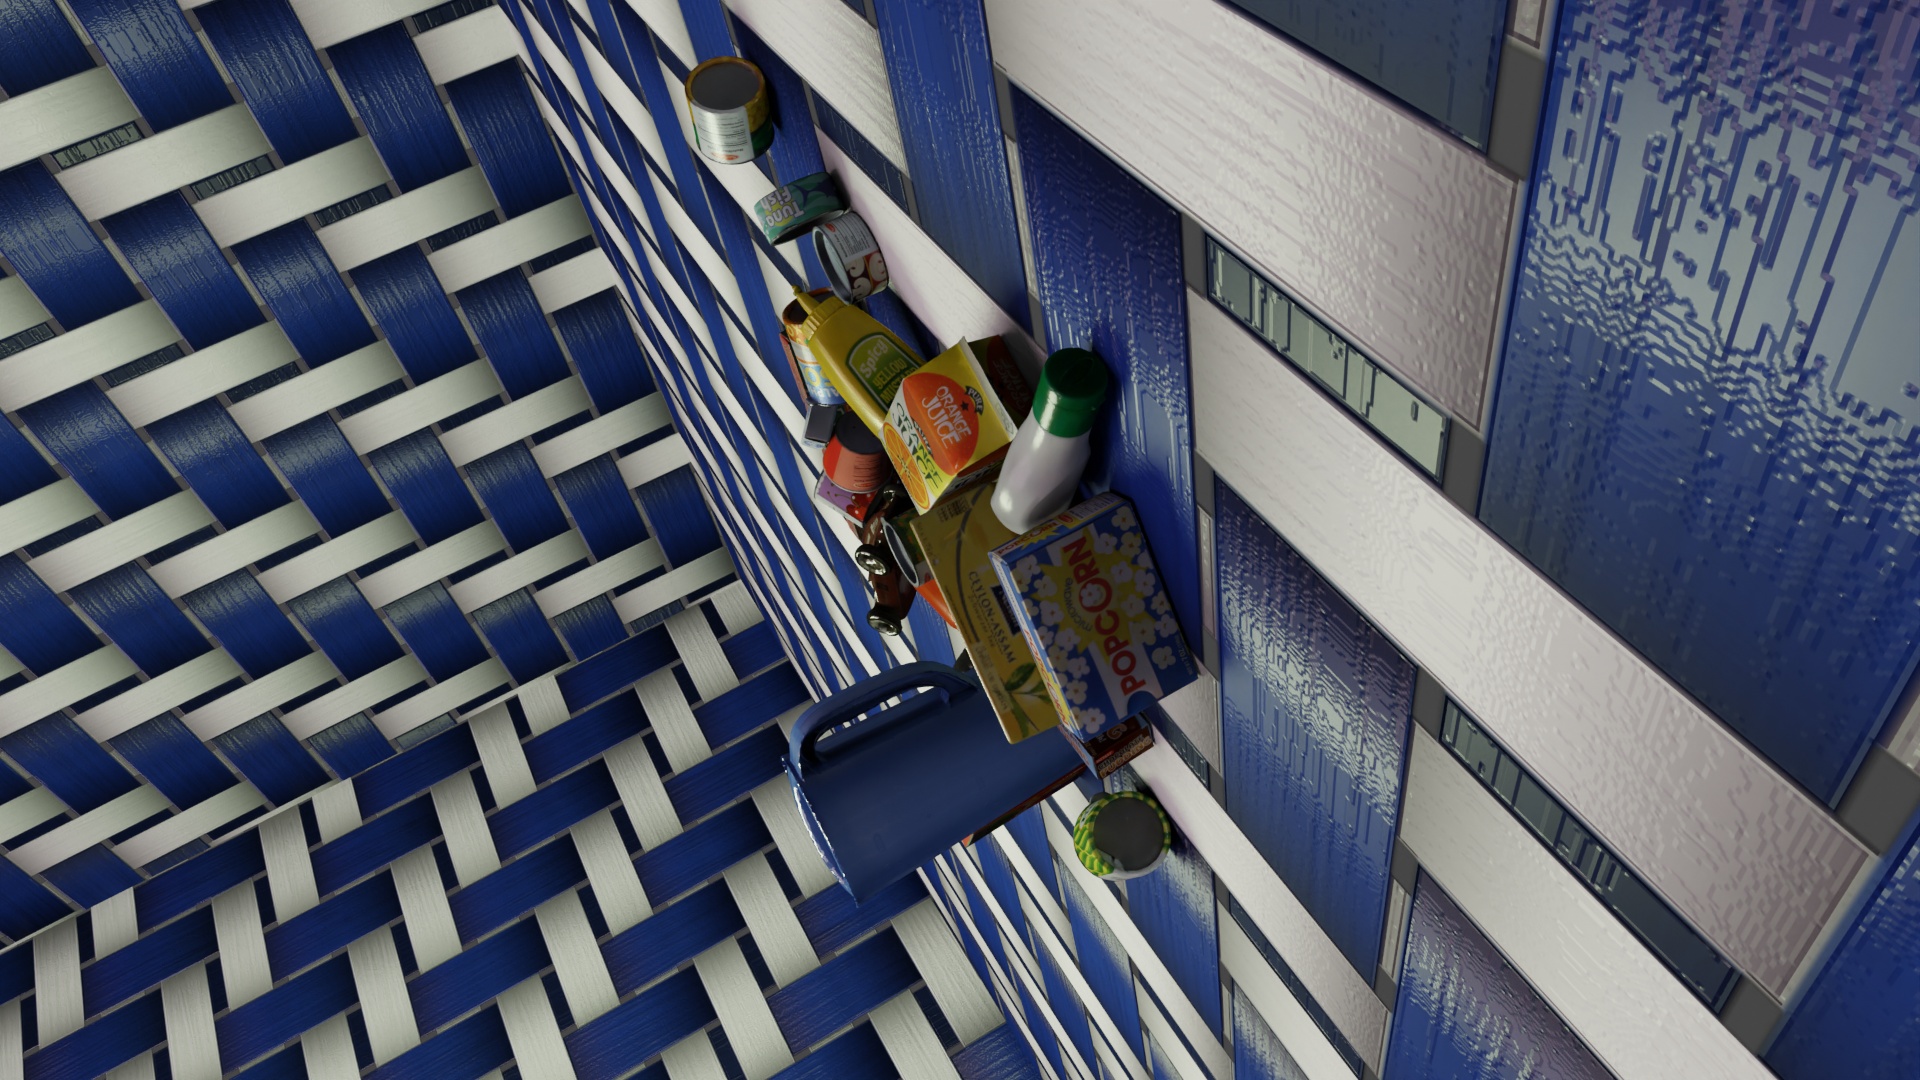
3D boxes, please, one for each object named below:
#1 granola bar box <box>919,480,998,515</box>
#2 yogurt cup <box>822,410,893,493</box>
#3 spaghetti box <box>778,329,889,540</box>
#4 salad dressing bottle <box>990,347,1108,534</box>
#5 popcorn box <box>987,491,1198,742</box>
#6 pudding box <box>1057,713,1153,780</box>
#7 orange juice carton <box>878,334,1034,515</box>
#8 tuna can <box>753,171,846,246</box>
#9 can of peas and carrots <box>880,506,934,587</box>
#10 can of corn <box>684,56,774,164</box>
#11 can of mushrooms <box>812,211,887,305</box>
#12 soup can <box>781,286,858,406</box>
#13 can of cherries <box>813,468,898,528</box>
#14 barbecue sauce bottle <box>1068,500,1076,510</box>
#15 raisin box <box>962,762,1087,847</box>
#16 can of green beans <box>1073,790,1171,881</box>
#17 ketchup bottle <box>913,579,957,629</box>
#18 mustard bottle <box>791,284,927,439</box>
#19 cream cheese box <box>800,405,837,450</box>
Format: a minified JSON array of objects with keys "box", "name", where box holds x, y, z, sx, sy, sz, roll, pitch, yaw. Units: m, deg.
[{"box":[0.004,-0.014,1.126,0.124,0.039,0.164,44,157,53],"name":"granola bar box"},{"box":[-0.094,-0.086,1.306,0.072,0.072,0.053,57,153,25],"name":"yogurt cup"},{"box":[-0.119,-0.110,1.390,0.029,0.050,0.248,45,158,50],"name":"spaghetti box"},{"box":[0.053,-0.056,0.813,0.044,0.064,0.147,40,153,13],"name":"salad dressing bottle"},{"box":[0.081,0.045,0.840,0.126,0.085,0.038,66,168,-17],"name":"popcorn box"},{"box":[0.099,0.129,1.021,0.084,0.050,0.030,50,165,45],"name":"pudding box"},{"box":[0.002,-0.078,0.929,0.072,0.073,0.192,62,167,4],"name":"orange juice carton"},{"box":[-0.126,-0.257,1.077,0.033,0.071,0.071,65,167,-6],"name":"tuna can"},{"box":[-0.029,-0.002,1.237,0.071,0.059,0.070,58,166,24],"name":"can of peas and carrots"},{"box":[-0.189,-0.355,1.140,0.071,0.071,0.058,57,165,24],"name":"can of corn"},{"box":[-0.086,-0.218,1.081,0.071,0.033,0.070,56,165,23],"name":"can of mushrooms"},{"box":[-0.114,-0.167,1.205,0.071,0.071,0.083,46,158,52],"name":"soup can"},{"box":[-0.100,-0.056,1.356,0.058,0.072,0.071,32,160,10],"name":"can of cherries"},{"box":[0.083,0.037,0.908,0.148,0.044,0.065,64,174,-4],"name":"barbecue sauce bottle"},{"box":[0.050,0.217,1.223,0.040,0.124,0.085,57,166,16],"name":"raisin box"},{"box":[0.125,0.231,1.083,0.071,0.071,0.057,60,166,12],"name":"can of green beans"},{"box":[-0.002,0.052,1.271,0.149,0.043,0.064,44,152,54],"name":"ketchup bottle"},{"box":[-0.076,-0.139,1.063,0.160,0.065,0.048,45,163,3],"name":"mustard bottle"},{"box":[-0.125,-0.138,1.288,0.053,0.024,0.104,159,124,-78],"name":"cream cheese box"}]
